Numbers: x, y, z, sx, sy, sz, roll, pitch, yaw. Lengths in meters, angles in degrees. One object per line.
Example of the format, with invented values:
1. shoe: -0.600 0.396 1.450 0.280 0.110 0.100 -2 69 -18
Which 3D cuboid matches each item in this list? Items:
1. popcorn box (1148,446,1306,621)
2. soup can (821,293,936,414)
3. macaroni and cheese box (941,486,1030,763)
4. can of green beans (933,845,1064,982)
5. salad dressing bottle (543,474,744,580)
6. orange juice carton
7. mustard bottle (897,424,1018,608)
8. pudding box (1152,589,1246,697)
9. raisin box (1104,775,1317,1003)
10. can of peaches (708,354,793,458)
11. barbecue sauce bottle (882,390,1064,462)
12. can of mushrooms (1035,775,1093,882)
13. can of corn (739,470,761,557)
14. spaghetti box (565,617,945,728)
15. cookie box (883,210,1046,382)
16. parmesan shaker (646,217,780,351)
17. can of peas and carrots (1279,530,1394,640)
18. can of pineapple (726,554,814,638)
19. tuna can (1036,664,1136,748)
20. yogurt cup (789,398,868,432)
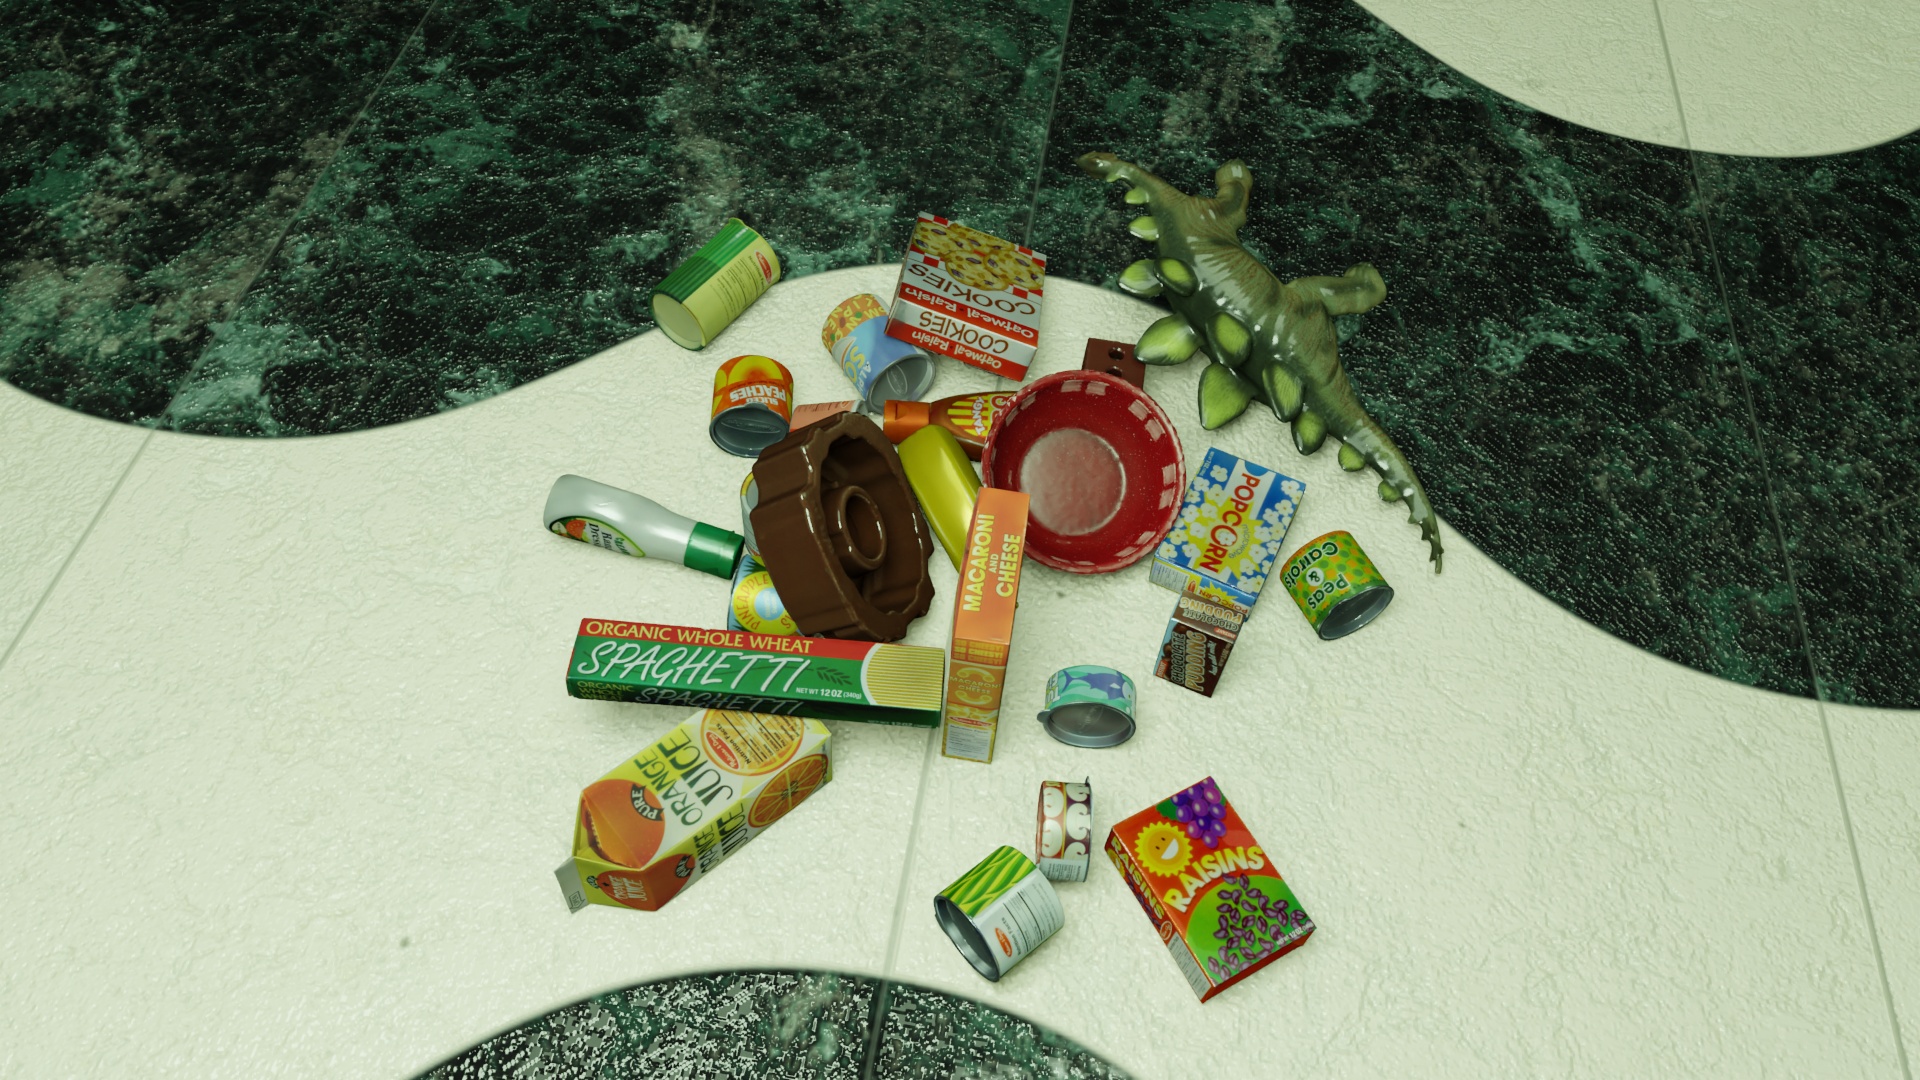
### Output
1. popcorn box: 0.213 -0.006 1.106 0.085 0.038 0.127 23 56 13
2. soup can: -0.073 -0.157 1.176 0.071 0.071 0.084 -26 60 -20
3. macaroni and cheese box: 0.016 0.062 0.964 0.040 0.165 0.124 8 54 3
4. can of green beans: 0.025 0.240 0.899 0.058 0.071 0.071 -32 63 -25
5. salad dressing bottle: -0.241 -0.008 1.063 0.148 0.064 0.044 17 63 -1
6. orange juice carton: -0.182 0.176 0.926 0.193 0.071 0.073 -34 64 -25
7. mustard bottle: 0.004 -0.014 1.081 0.049 0.065 0.160 -32 68 13
8. pudding box: 0.173 0.076 1.016 0.050 0.083 0.030 23 57 11
9. raisin box: 0.166 0.231 0.932 0.086 0.039 0.124 -23 61 -18
10. can of peaches: -0.169 -0.111 1.133 0.071 0.071 0.058 1 54 -4
11. barbecue sauce bottle: 0.010 -0.095 1.151 0.149 0.043 0.065 3 62 -2
12. can of mushrooms: 0.069 0.193 0.935 0.033 0.070 0.071 4 54 0
13. can of corn: -0.135 -0.022 1.079 0.071 0.058 0.071 2 55 -3
14. spaghetti box: -0.135 0.089 0.930 0.250 0.028 0.050 5 54 -2
15. cookie box: 0.007 -0.212 1.197 0.123 0.040 0.168 18 38 -8
16. parmesan shaker: -0.216 -0.223 1.209 0.071 0.071 0.103 31 58 17
17. can of peas and carrots: 0.286 0.034 1.063 0.071 0.070 0.059 -19 57 -16
18. can of pineapple: -0.136 0.047 1.024 0.058 0.070 0.071 10 55 3
19. tuna can: 0.090 0.118 0.990 0.071 0.070 0.033 7 53 1
20. yogurt cup: -0.106 -0.081 1.122 0.054 0.072 0.073 3 54 8
